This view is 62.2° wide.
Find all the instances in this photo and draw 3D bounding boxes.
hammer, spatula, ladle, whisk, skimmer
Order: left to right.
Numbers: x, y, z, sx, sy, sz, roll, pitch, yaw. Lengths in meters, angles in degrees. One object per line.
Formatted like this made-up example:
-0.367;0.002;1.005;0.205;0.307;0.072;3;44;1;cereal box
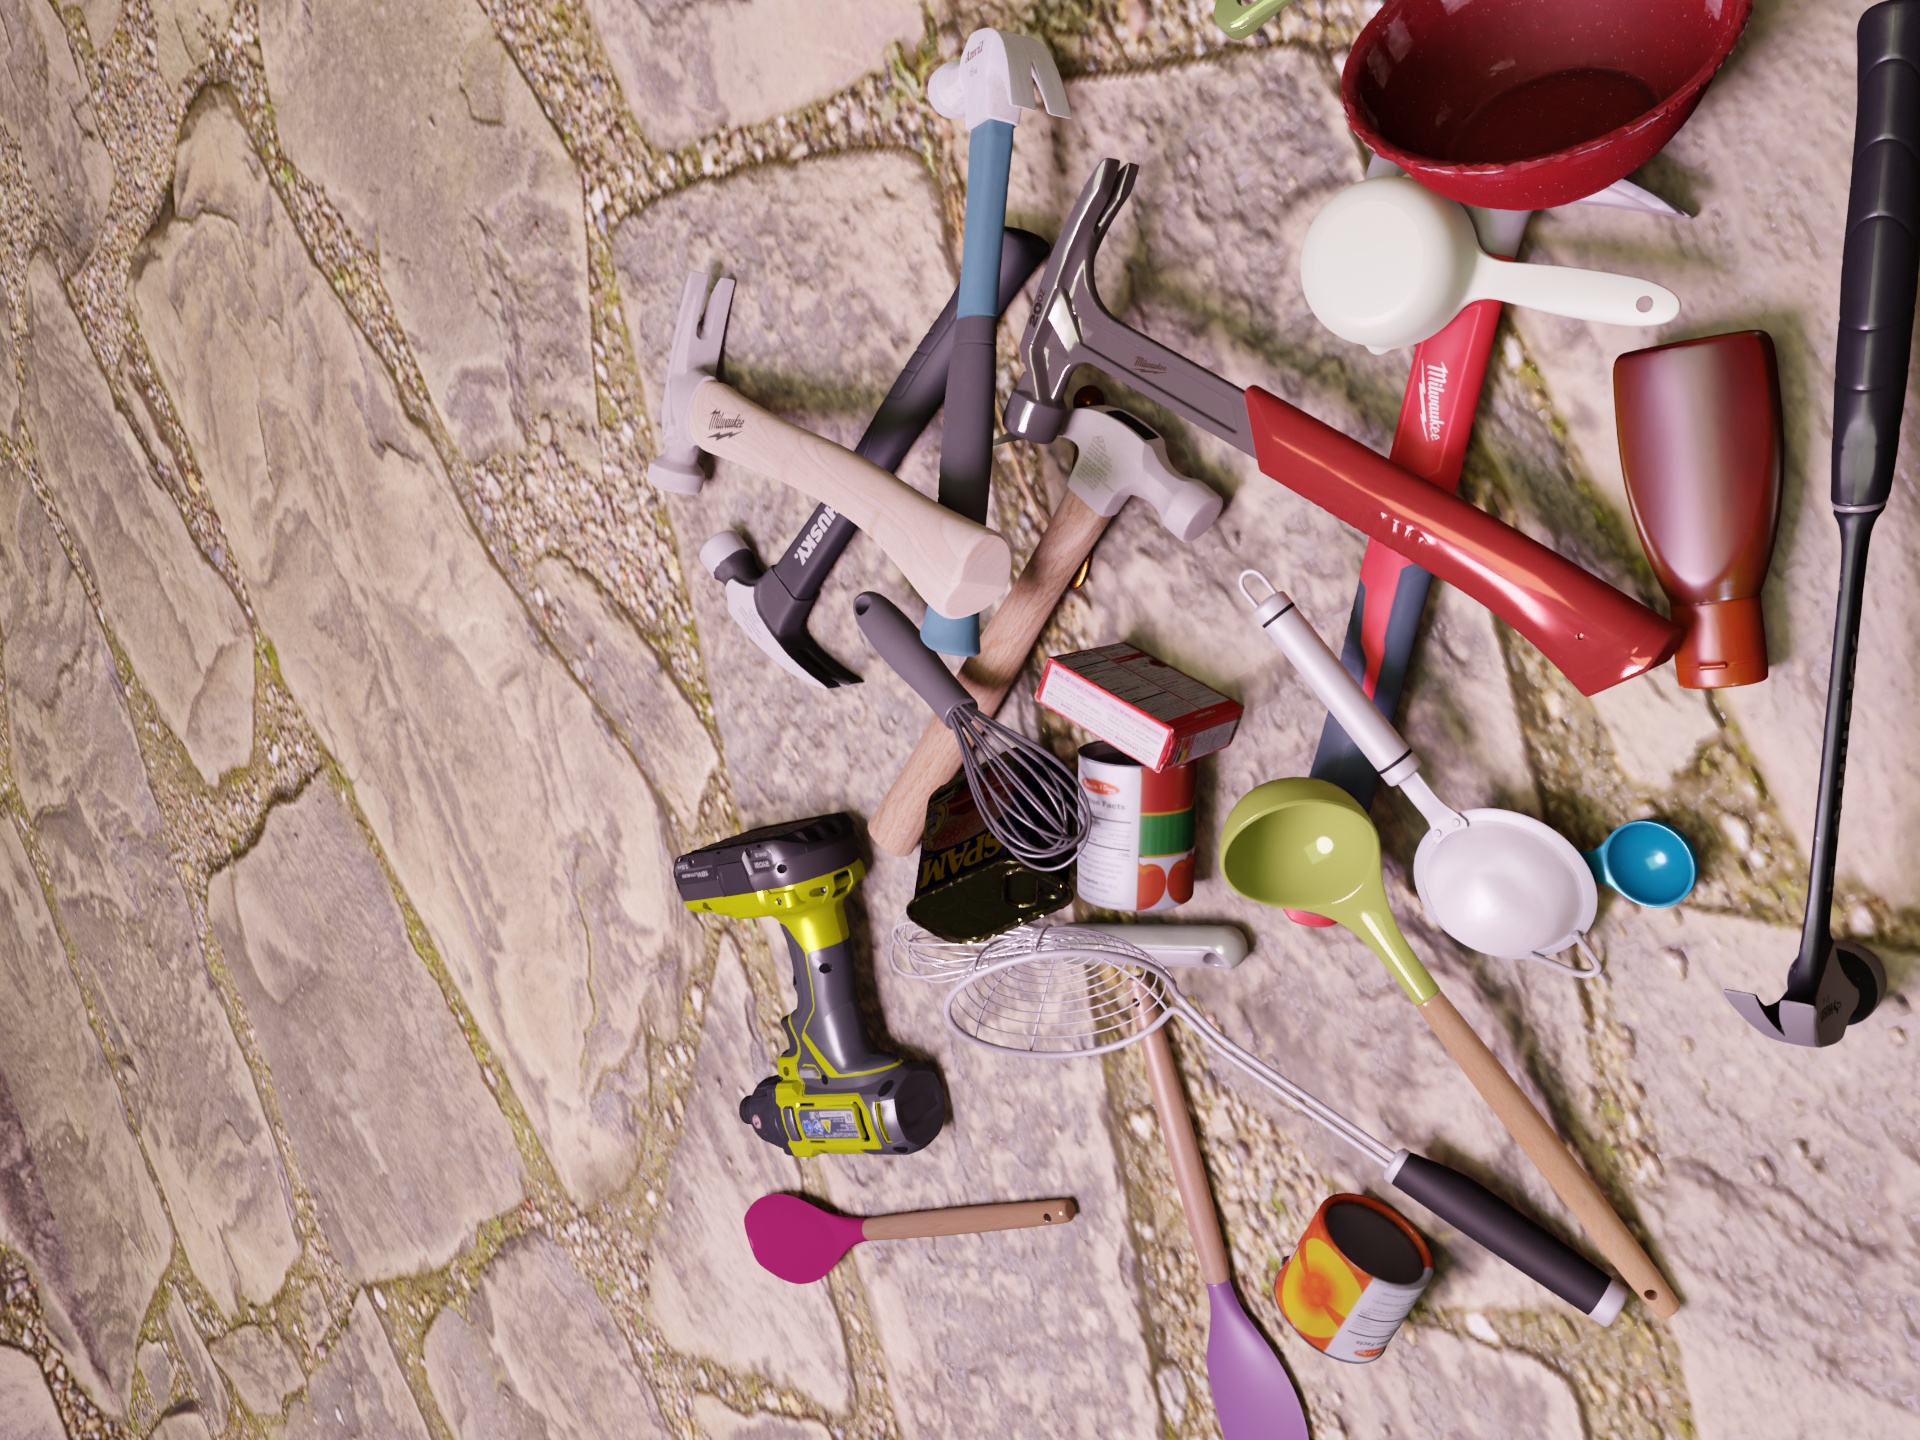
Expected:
-0.087;-0.159;0.925;0.411;0.038;0.146;36;117;52;hammer
-0.046;-0.163;0.983;0.146;0.035;0.334;53;126;20;hammer
-0.001;-0.002;0.911;0.239;0.055;0.055;50;127;38;whisk
0.007;-0.200;0.851;0.128;0.033;0.331;-168;82;-67;hammer
0.022;-0.042;0.944;0.130;0.031;0.331;46;126;21;hammer
0.058;0.133;0.950;0.246;0.059;0.057;-4;135;36;whisk
0.146;0.301;0.928;0.060;0.018;0.316;-16;90;39;spatula
0.160;0.219;0.831;0.363;0.090;0.127;32;149;22;skimmer
0.175;-0.130;0.754;0.359;0.036;0.149;37;120;28;hammer
0.228;-0.072;0.773;0.143;0.038;0.386;22;112;33;hammer
0.240;0.160;0.770;0.078;0.062;0.320;-40;84;31;ladle
0.350;-0.070;0.627;0.036;0.149;0.409;6;96;38;hammer

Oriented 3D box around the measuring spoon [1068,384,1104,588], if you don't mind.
0.068;-0.132;0.909;0.021;0.011;0.117;15;108;37;measuring spoon

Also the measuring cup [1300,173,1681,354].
0.227;-0.195;0.698;0.168;0.038;0.083;22;112;34;measuring cup

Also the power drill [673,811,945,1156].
-0.112;0.185;1.081;0.171;0.080;0.223;-13;94;40;power drill

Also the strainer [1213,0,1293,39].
0.231;-0.358;0.676;0.256;0.069;0.152;-24;68;33;strainer

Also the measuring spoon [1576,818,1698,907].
0.293;0.067;0.765;0.129;0.021;0.042;-8;99;49;measuring spoon

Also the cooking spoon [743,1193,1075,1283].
-0.045;0.349;1.094;0.319;0.017;0.069;-21;86;41;cooking spoon

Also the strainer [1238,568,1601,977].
0.214;0.031;0.764;0.258;0.050;0.087;52;134;5;strainer
